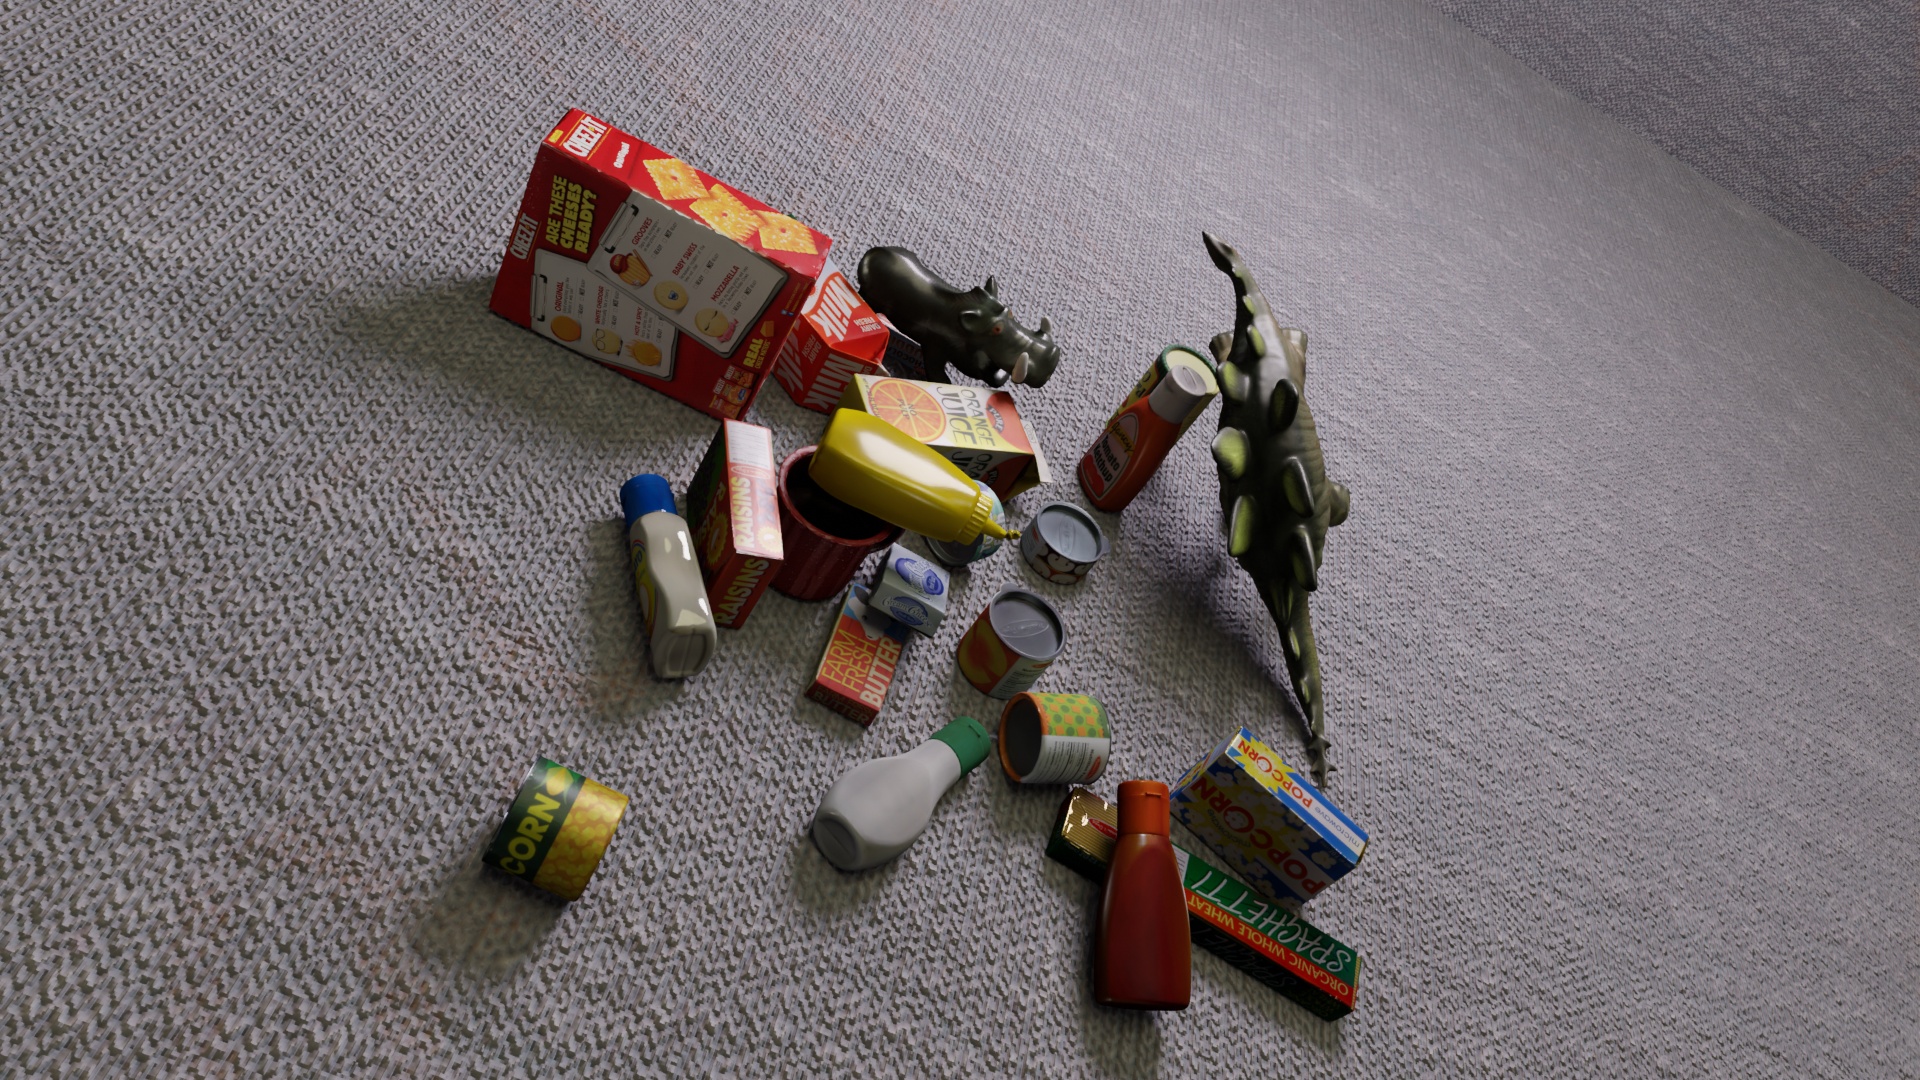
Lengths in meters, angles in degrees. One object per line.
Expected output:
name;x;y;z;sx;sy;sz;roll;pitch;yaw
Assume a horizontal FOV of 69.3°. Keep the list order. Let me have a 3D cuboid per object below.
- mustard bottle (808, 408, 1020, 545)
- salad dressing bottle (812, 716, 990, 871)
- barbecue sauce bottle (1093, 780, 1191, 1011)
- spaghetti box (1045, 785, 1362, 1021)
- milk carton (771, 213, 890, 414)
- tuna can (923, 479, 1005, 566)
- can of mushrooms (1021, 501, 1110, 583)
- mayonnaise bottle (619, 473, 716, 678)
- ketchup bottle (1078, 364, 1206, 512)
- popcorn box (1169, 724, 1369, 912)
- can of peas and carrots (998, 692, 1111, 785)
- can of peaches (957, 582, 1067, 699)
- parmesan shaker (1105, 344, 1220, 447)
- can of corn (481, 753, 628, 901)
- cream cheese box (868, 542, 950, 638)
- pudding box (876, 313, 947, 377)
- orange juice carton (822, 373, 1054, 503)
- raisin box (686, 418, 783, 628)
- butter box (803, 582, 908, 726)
mustard bottle;-0.029;-0.035;0.998;0.160;0.048;0.066;29;42;-10
salad dressing bottle;-0.035;0.167;0.939;0.064;0.043;0.148;46;41;13
barbecue sauce bottle;0.124;0.240;0.943;0.065;0.043;0.149;10;66;-14
spaghetti box;0.177;0.263;1.001;0.250;0.028;0.050;32;42;-5
milk carton;-0.129;-0.184;1.175;0.074;0.072;0.191;-21;66;-44
tuna can;0.004;-0.014;1.110;0.033;0.070;0.071;-16;63;-42
can of mushrooms;0.089;0.003;1.178;0.071;0.033;0.071;18;44;-18
mayonnaise bottle;-0.203;0.019;0.951;0.041;0.064;0.149;-3;50;-26
ketchup bottle;0.162;-0.093;1.227;0.043;0.148;0.065;5;50;-32
popcorn box;0.228;0.210;1.041;0.127;0.084;0.038;41;42;6
can of peas and carrots;0.067;0.143;1.012;0.059;0.070;0.071;7;49;-28
can of peaches;0.038;0.077;1.058;0.071;0.057;0.071;18;45;-18
parmesan shaker;0.193;-0.129;1.315;0.071;0.102;0.072;18;44;-19
can of corn;-0.230;0.165;0.791;0.058;0.070;0.071;28;42;-10
cream cheese box;-0.037;0.036;1.039;0.053;0.024;0.104;28;14;-6
pudding box;-0.047;-0.187;1.265;0.084;0.030;0.050;30;43;-7
orange juice carton;-0.010;-0.080;1.159;0.193;0.072;0.072;3;51;-32
raisin box;-0.162;-0.012;0.986;0.040;0.085;0.124;12;47;-27
butter box;-0.072;0.082;1.006;0.053;0.024;0.104;27;42;-9
